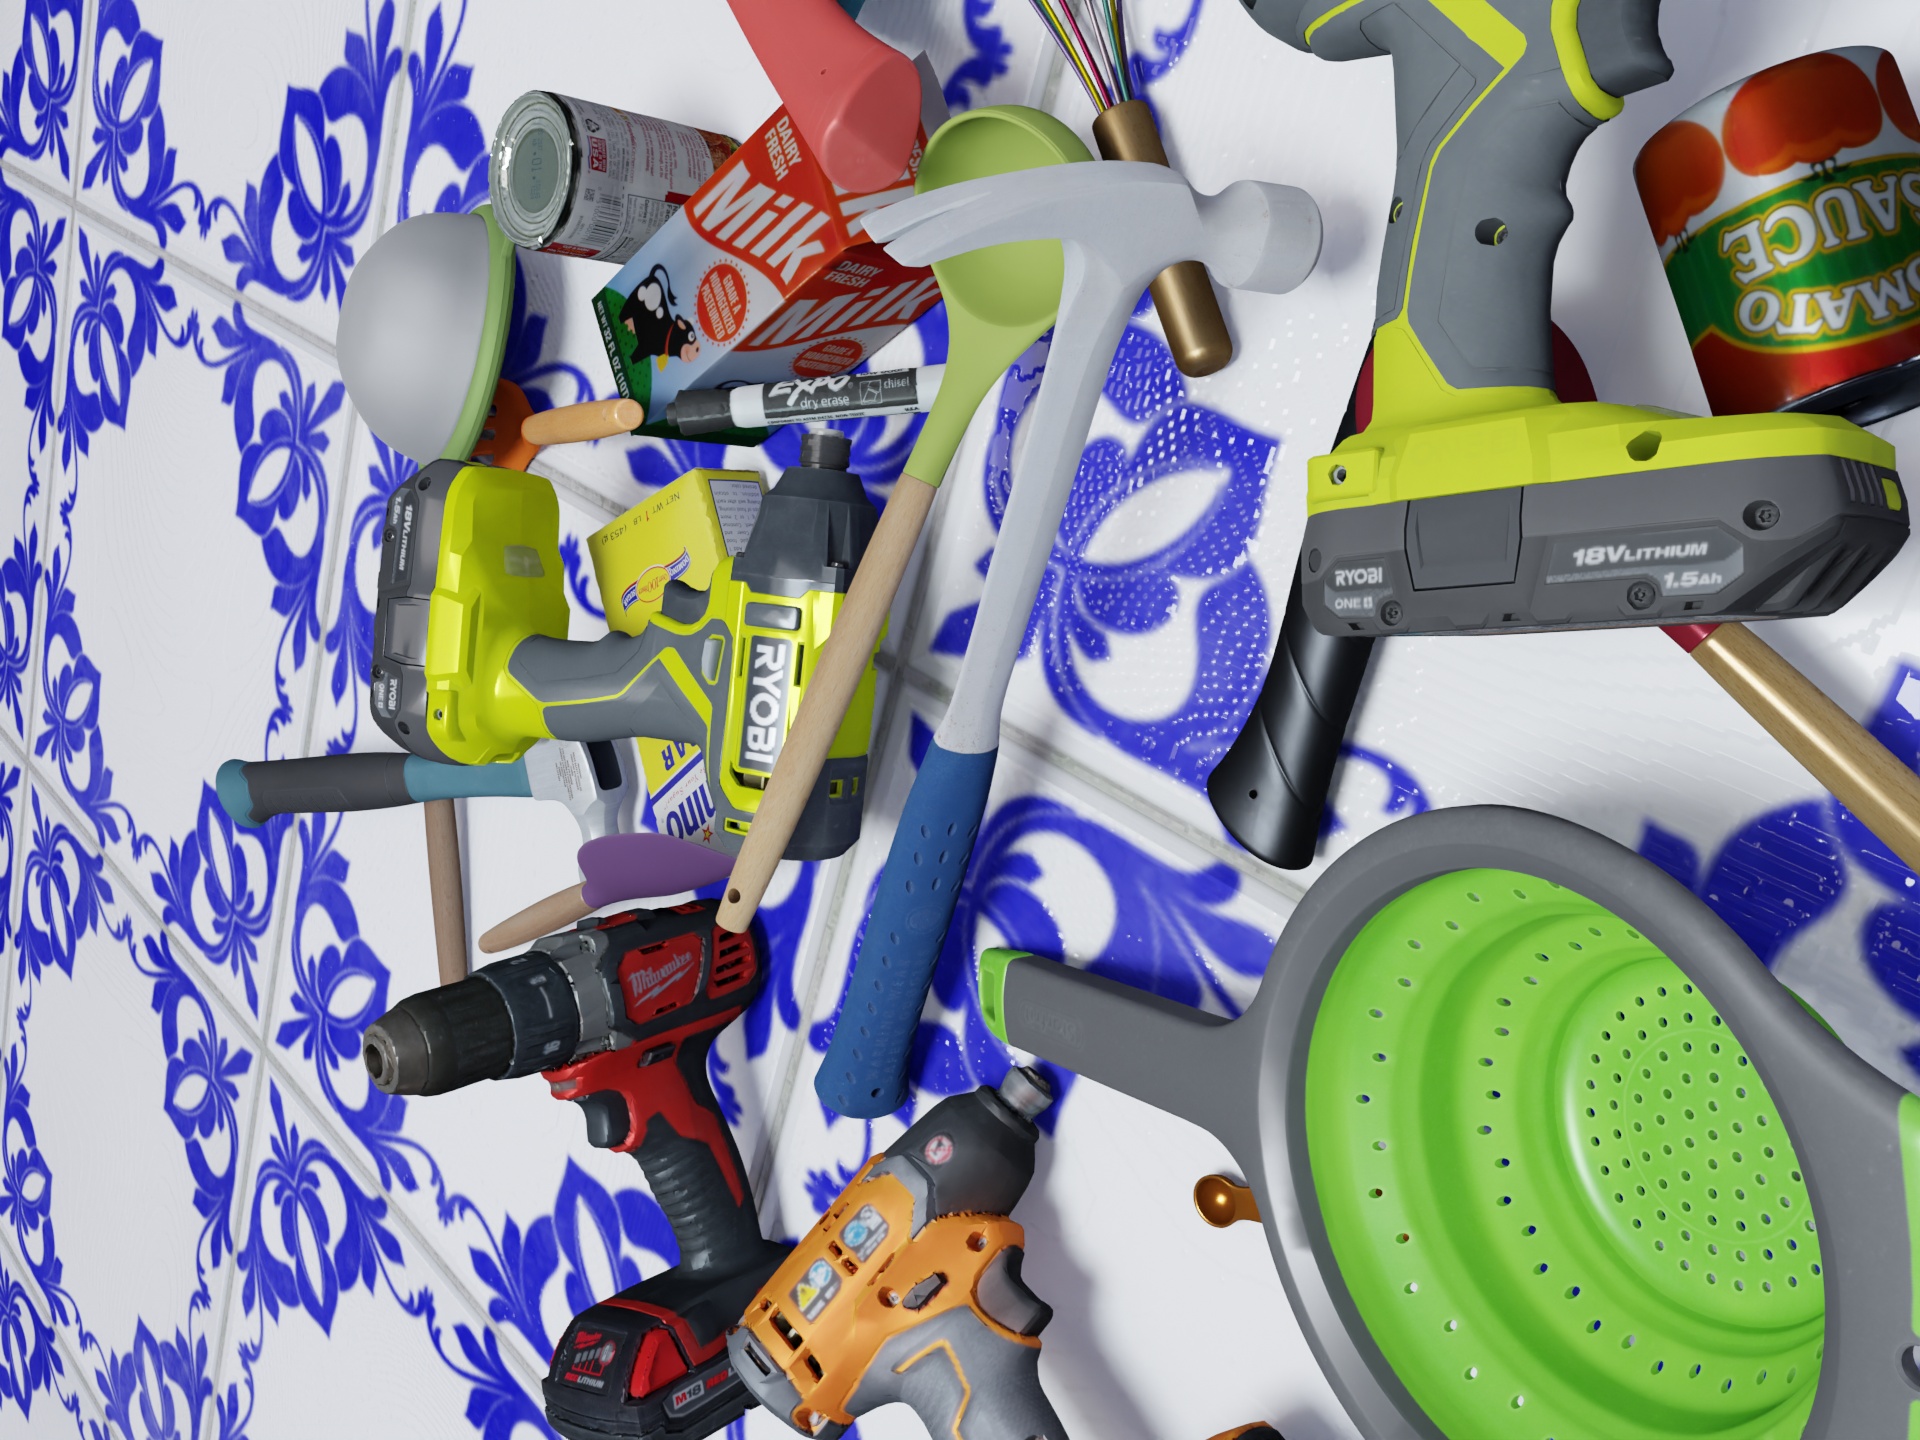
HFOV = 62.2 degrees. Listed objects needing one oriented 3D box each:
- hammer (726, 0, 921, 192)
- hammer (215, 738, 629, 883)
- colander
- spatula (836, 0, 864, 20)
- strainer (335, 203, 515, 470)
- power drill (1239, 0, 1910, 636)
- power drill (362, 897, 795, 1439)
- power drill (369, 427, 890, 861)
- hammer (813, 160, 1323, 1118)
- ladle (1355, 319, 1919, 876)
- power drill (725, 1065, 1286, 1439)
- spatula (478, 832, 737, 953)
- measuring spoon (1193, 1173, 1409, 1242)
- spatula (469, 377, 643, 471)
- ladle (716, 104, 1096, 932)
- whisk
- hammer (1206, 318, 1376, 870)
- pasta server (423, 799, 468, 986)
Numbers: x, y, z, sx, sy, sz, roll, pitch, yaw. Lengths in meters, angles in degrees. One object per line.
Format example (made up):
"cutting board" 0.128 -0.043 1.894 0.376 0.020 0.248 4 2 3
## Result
"hammer" -0.103 -0.324 0.646 0.149 0.036 0.359 -40 54 21
"hammer" -0.314 0.034 0.897 0.331 0.033 0.128 -4 97 34
"colander" 0.138 0.118 0.507 0.397 0.094 0.204 6 98 60
"spatula" -0.114 -0.379 0.713 0.318 0.044 0.082 42 113 33
"strainer" -0.301 -0.154 0.841 0.152 0.069 0.256 16 94 58
"power drill" 0.156 -0.137 0.377 0.191 0.080 0.228 -1 91 45
"power drill" -0.157 0.203 0.707 0.080 0.188 0.227 -11 90 43
"power drill" -0.137 -0.043 0.679 0.223 0.080 0.171 9 95 24
"hammer" -0.001 -0.002 0.580 0.035 0.144 0.405 57 140 45
"ladle" 0.221 -0.004 0.427 0.316 0.031 0.069 49 123 18
"power drill" 0.032 0.246 0.590 0.227 0.084 0.164 37 86 35
"spatula" -0.192 0.089 0.790 0.316 0.059 0.018 -26 47 55
"measuring spoon" 0.134 0.170 0.556 0.117 0.011 0.021 -10 88 39
"spatula" -0.214 -0.145 0.787 0.323 0.041 0.081 16 102 63
"ladle" -0.031 -0.066 0.583 0.078 0.062 0.320 28 99 26
"whisk" 0.047 -0.238 0.579 0.051 0.047 0.245 -24 81 40
"hammer" 0.154 -0.143 0.495 0.149 0.036 0.408 27 111 37
"pasta server" -0.299 0.034 0.929 0.060 0.040 0.316 5 101 42
